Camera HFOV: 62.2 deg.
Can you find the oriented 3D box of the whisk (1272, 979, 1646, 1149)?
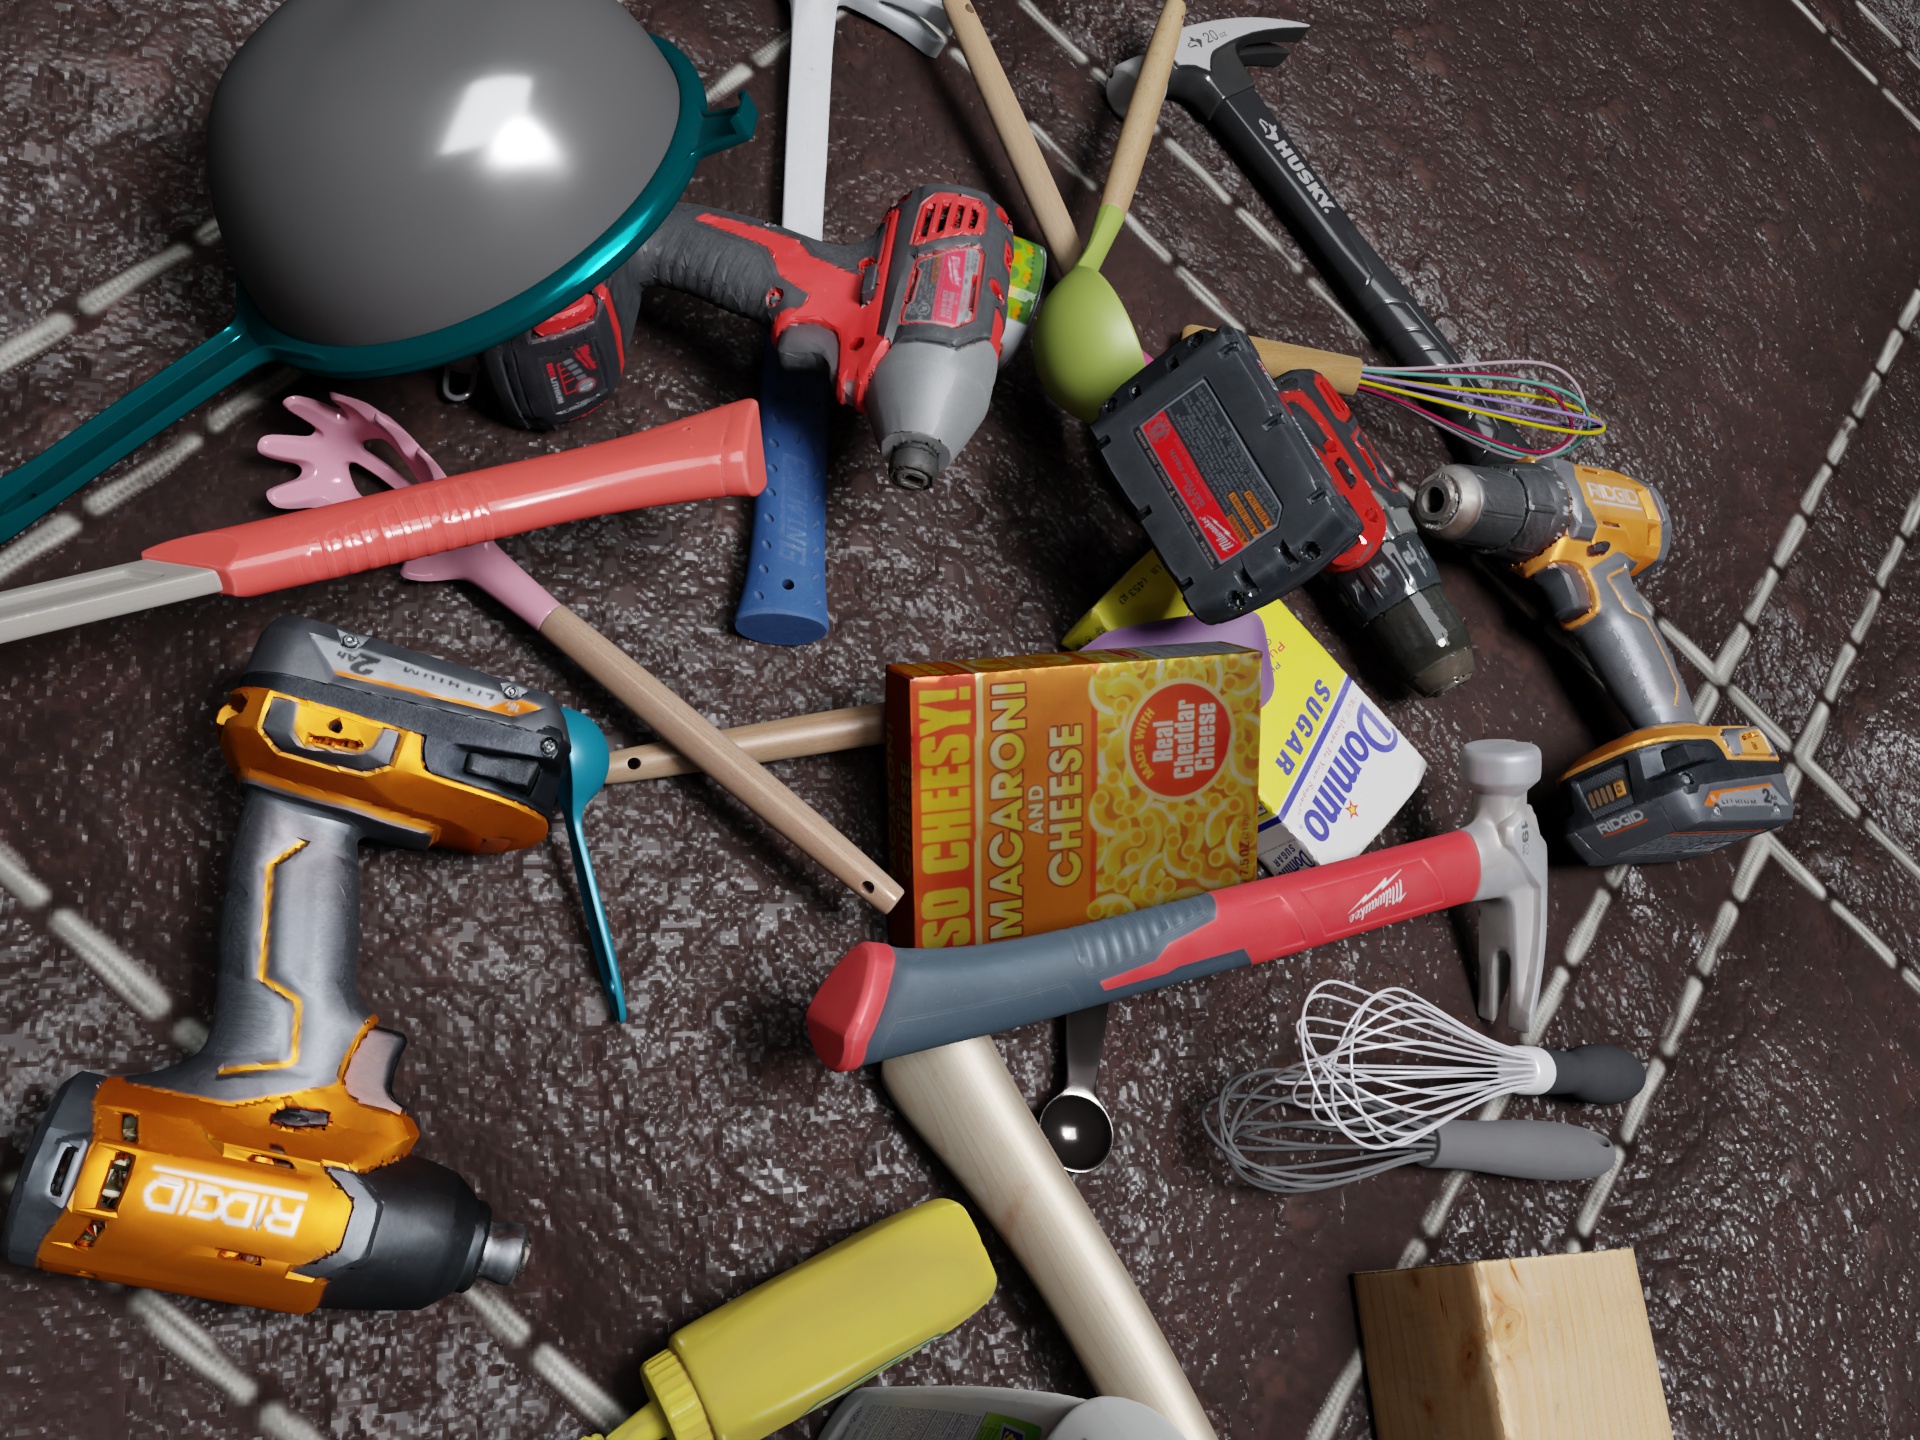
[{"bbox_3d":[0.241,0.157,0.723,0.284,0.070,0.070,12,63,-41],"label":"whisk"}]

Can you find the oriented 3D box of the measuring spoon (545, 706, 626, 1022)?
[{"bbox_3d":[-0.142,0.056,0.637,0.021,0.042,0.128,-12,88,-27],"label":"measuring spoon"}]

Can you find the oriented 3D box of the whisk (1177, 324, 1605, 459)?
[{"bbox_3d":[0.240,-0.187,0.885,0.245,0.051,0.047,10,60,-4],"label":"whisk"}]

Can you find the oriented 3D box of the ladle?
[{"bbox_3d":[0.096,-0.281,0.834,0.062,0.078,0.320,8,57,14],"label":"ladle"}]

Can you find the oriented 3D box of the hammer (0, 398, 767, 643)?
[{"bbox_3d":[-0.242,-0.065,0.577,0.359,0.036,0.149,-18,34,-23],"label":"hammer"}]

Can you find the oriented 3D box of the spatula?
[{"bbox_3d":[-0.001,-0.002,0.709,0.316,0.018,0.060,-9,89,-17],"label":"spatula"}]

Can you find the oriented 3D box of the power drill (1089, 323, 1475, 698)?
[{"bbox_3d":[0.171,-0.092,0.768,0.226,0.080,0.188,-7,66,-61],"label":"power drill"}]

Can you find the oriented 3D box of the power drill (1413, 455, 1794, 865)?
[{"bbox_3d":[0.337,-0.040,0.852,0.185,0.084,0.226,2,66,-36],"label":"power drill"}]

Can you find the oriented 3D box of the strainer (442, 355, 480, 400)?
[{"bbox_3d":[-0.218,-0.263,0.735,0.087,0.050,0.259,2,71,-6],"label":"strainer"}]

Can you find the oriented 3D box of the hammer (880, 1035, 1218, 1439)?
[{"bbox_3d":[0.094,0.284,0.613,0.411,0.146,0.038,60,19,12],"label":"hammer"}]

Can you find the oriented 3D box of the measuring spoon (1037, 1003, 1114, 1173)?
[{"bbox_3d":[0.053,0.141,0.708,0.034,0.018,0.124,15,57,-10],"label":"measuring spoon"}]

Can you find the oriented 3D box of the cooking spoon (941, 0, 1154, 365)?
[{"bbox_3d":[0.060,-0.241,0.841,0.068,0.017,0.319,-22,88,-35],"label":"cooking spoon"}]

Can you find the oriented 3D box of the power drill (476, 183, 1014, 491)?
[{"bbox_3d":[-0.091,-0.174,0.692,0.219,0.078,0.143,7,66,0],"label":"power drill"}]

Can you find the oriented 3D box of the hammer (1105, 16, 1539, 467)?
[{"bbox_3d":[0.234,-0.275,0.942,0.146,0.035,0.335,-34,86,-30],"label":"hammer"}]

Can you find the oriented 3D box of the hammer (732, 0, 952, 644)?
[{"bbox_3d":[-0.073,-0.227,0.786,0.144,0.035,0.406,9,66,-20],"label":"hammer"}]

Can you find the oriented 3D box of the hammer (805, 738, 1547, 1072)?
[{"bbox_3d":[0.114,0.105,0.686,0.386,0.038,0.143,-9,101,-31],"label":"hammer"}]

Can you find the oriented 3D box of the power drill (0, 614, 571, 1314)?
[{"bbox_3d":[-0.214,0.093,0.571,0.164,0.084,0.227,19,67,-18],"label":"power drill"}]

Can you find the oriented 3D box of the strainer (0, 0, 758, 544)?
[{"bbox_3d":[-0.260,-0.199,0.608,0.340,0.095,0.211,-41,53,-13],"label":"strainer"}]

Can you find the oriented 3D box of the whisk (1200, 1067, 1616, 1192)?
[{"bbox_3d":[0.215,0.195,0.740,0.238,0.055,0.055,11,66,-25],"label":"whisk"}]

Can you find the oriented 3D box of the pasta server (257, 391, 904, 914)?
[{"bbox_3d":[-0.150,-0.023,0.650,0.316,0.060,0.040,39,15,1],"label":"pasta server"}]
